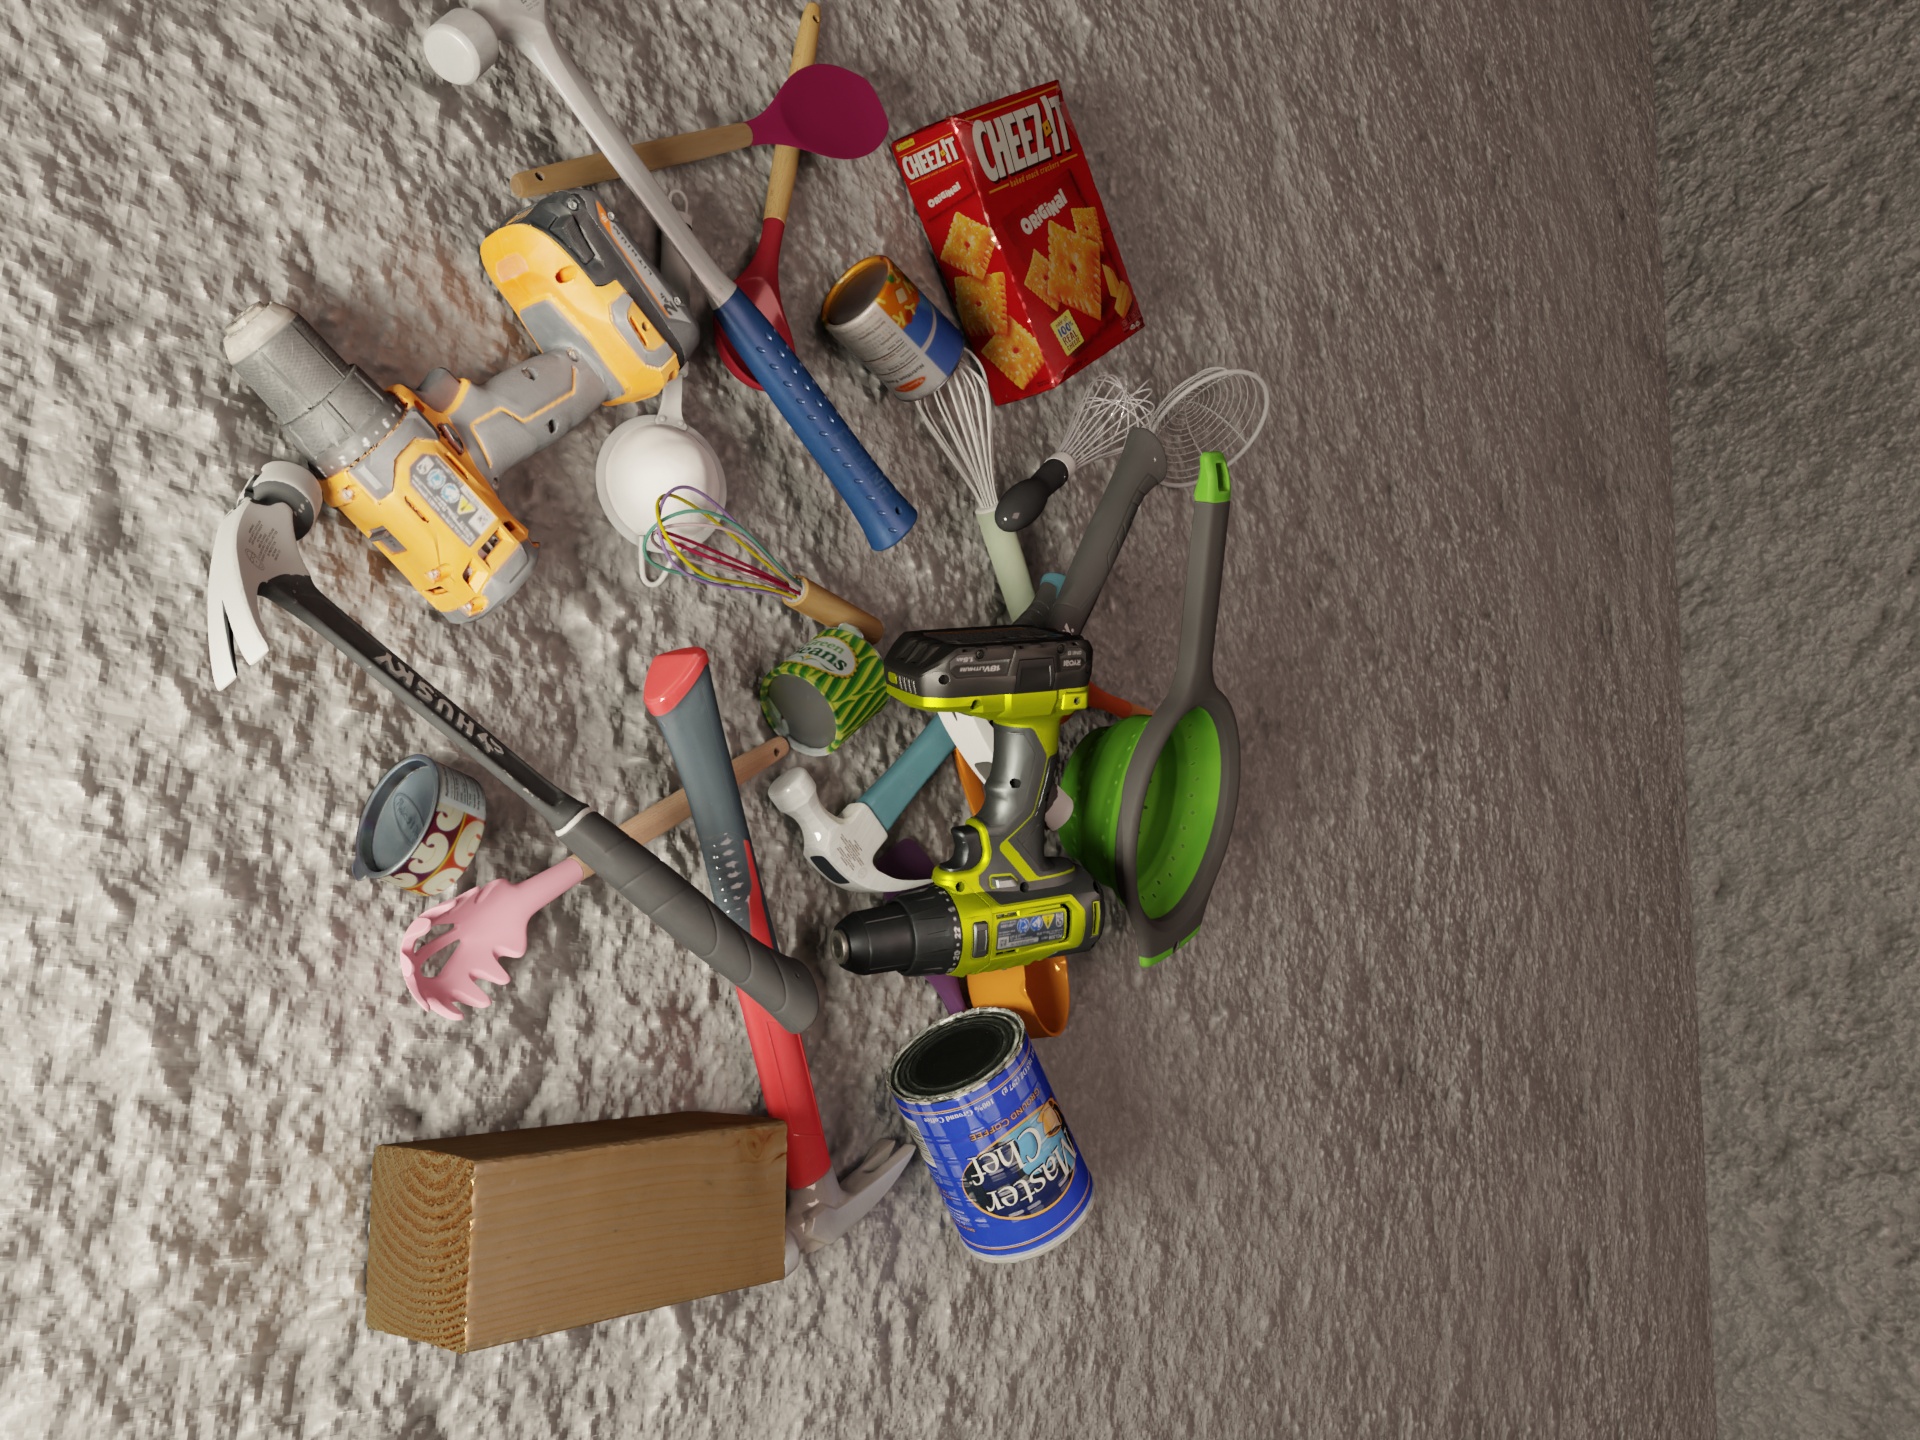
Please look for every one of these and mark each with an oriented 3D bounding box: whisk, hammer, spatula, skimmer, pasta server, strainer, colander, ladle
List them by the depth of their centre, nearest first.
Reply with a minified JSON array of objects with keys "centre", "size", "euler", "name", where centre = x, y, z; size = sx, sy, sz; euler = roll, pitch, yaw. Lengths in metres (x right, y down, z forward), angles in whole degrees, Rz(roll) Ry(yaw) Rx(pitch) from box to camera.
[{"centre":[-0.211,0.043,0.816],"size":[0.408,0.036,0.149],"euler":[46,17,-31],"name":"hammer"},{"centre":[-0.197,0.074,0.915],"size":[0.316,0.040,0.060],"euler":[-34,117,-49],"name":"pasta server"},{"centre":[-0.148,-0.272,0.976],"size":[0.405,0.035,0.144],"euler":[53,45,-30],"name":"hammer"},{"centre":[-0.116,0.139,0.977],"size":[0.143,0.038,0.386],"euler":[-29,112,-50],"name":"hammer"},{"centre":[-0.178,-0.212,0.982],"size":[0.086,0.050,0.258],"euler":[8,75,-35],"name":"strainer"},{"centre":[-0.118,-0.085,1.009],"size":[0.051,0.047,0.244],"euler":[-52,149,7],"name":"whisk"},{"centre":[-0.123,-0.360,1.079],"size":[0.069,0.031,0.316],"euler":[25,64,-42],"name":"ladle"},{"centre":[-0.002,-0.004,1.139],"size":[0.331,0.033,0.128],"euler":[-49,117,-36],"name":"hammer"},{"centre":[0.008,0.231,1.154],"size":[0.060,0.018,0.315],"euler":[-35,110,-46],"name":"spatula"},{"centre":[0.083,-0.094,1.186],"size":[0.146,0.035,0.335],"euler":[45,56,-30],"name":"hammer"},{"centre":[0.020,-0.170,1.212],"size":[0.058,0.059,0.246],"euler":[-24,111,-12],"name":"whisk"},{"centre":[0.146,-0.013,1.240],"size":[0.204,0.094,0.397],"euler":[-18,116,-56],"name":"colander"},{"centre":[0.090,-0.212,1.255],"size":[0.285,0.070,0.070],"euler":[-49,122,-51],"name":"whisk"},{"centre":[0.165,-0.162,1.346],"size":[0.127,0.090,0.363],"euler":[84,28,-53],"name":"skimmer"},{"centre":[0.159,0.000,1.353],"size":[0.322,0.041,0.081],"euler":[20,93,-49],"name":"spatula"}]

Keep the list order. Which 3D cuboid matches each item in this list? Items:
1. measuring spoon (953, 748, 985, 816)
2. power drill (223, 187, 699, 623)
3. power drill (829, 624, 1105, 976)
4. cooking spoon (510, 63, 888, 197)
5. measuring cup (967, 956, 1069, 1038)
[{"centre":[0.014,0.055,1.192],"size":[0.021,0.011,0.117],"euler":[-29,107,-48],"name":"measuring spoon"},{"centre":[-0.261,-0.191,0.849],"size":[0.185,0.084,0.226],"euler":[51,53,-31],"name":"power drill"},{"centre":[0.006,0.058,1.043],"size":[0.190,0.080,0.228],"euler":[-5,103,-29],"name":"power drill"},{"centre":[-0.157,-0.373,1.024],"size":[0.319,0.017,0.068],"euler":[-33,101,-42],"name":"cooking spoon"},{"centre":[0.029,0.149,1.161],"size":[0.095,0.052,0.173],"euler":[-14,89,-68],"name":"measuring cup"}]
